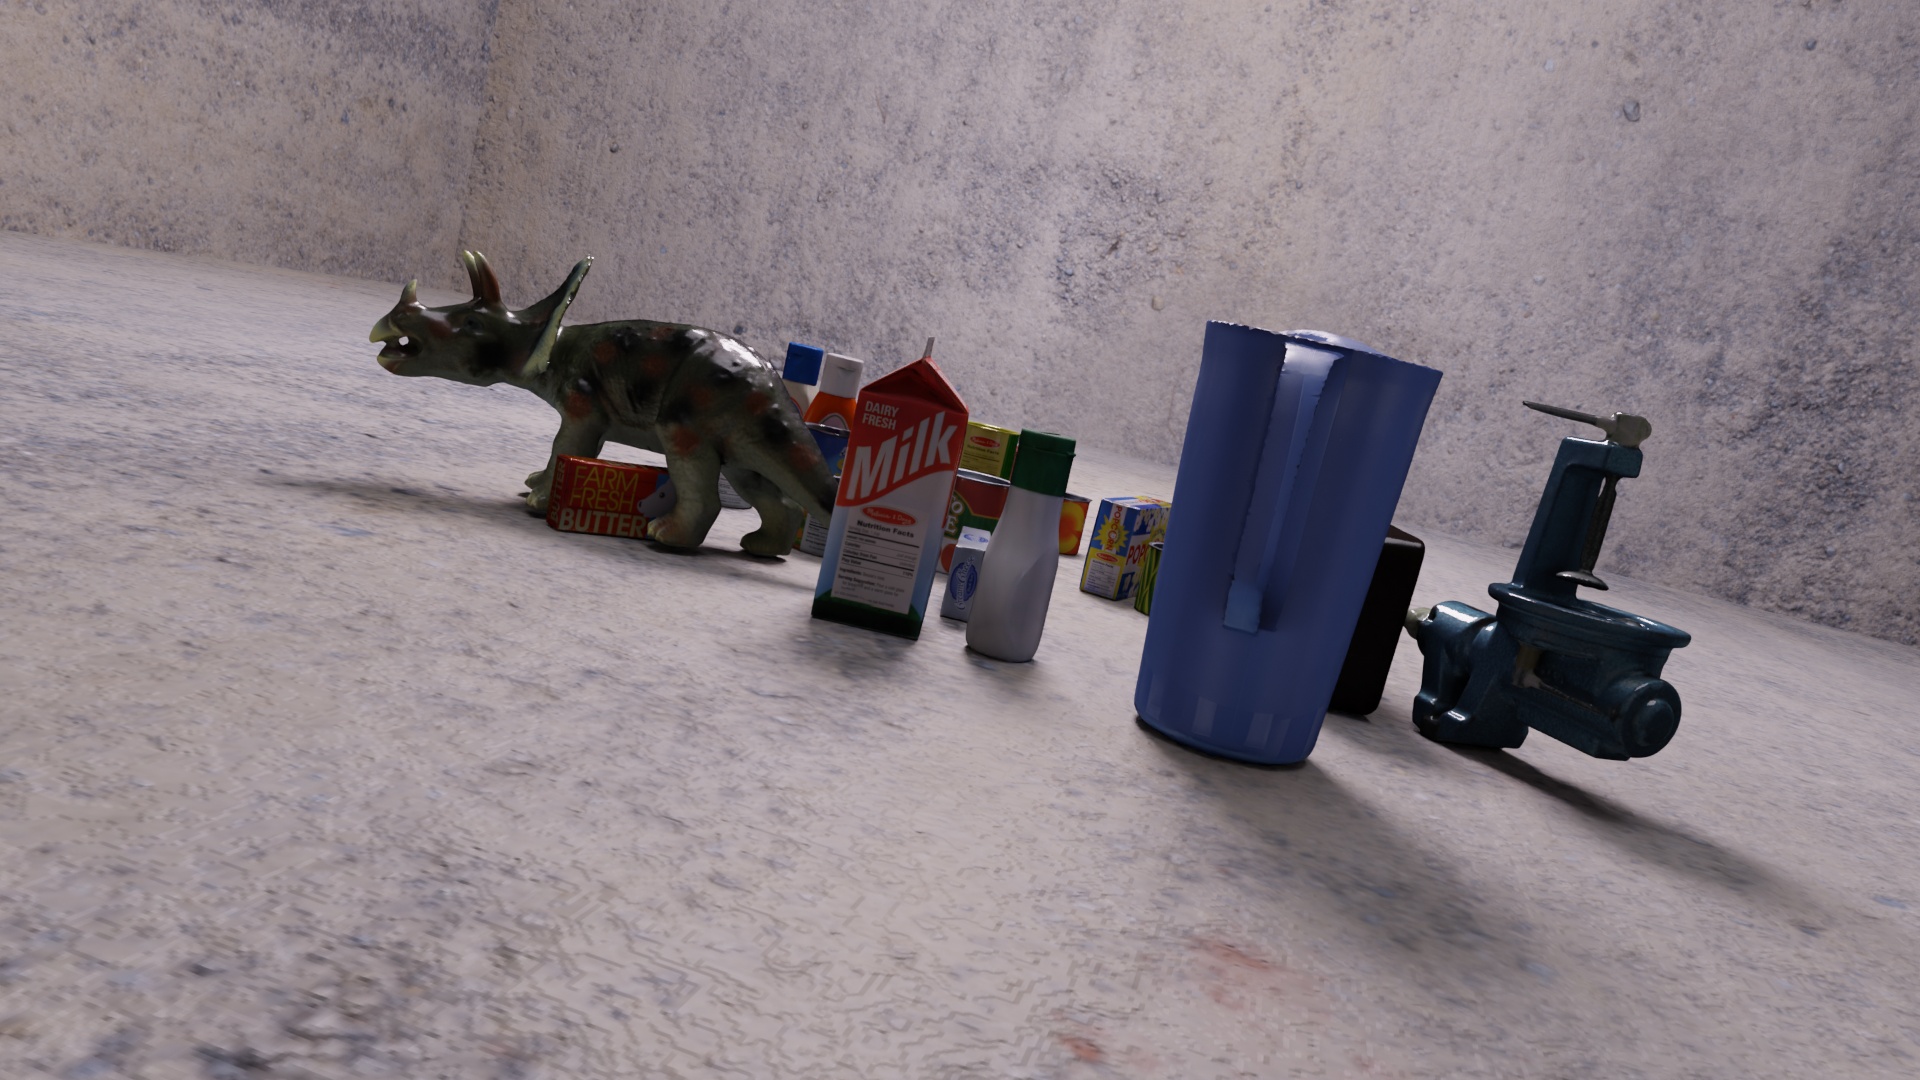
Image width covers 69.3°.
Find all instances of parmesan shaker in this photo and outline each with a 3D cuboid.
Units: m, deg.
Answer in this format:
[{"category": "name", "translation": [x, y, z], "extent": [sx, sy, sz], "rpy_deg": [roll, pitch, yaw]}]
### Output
[{"category": "parmesan shaker", "translation": [0.019, -0.075, 1.516], "extent": [0.071, 0.103, 0.071], "rpy_deg": [13, 8, -2]}]

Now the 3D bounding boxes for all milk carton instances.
[{"category": "milk carton", "translation": [-0.040, -0.040, 0.908], "extent": [0.073, 0.190, 0.072], "rpy_deg": [13, 8, -1]}]

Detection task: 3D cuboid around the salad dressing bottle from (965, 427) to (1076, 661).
[{"category": "salad dressing bottle", "translation": [0.041, 0.002, 0.897], "extent": [0.044, 0.147, 0.064], "rpy_deg": [17, 9, 29]}]

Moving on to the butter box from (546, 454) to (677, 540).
[{"category": "butter box", "translation": [-0.242, -0.030, 1.002], "extent": [0.103, 0.053, 0.024], "rpy_deg": [7, 10, -35]}]

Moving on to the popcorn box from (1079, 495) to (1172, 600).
[{"category": "popcorn box", "translation": [0.154, 0.005, 1.258], "extent": [0.038, 0.085, 0.127], "rpy_deg": [16, 9, 23]}]

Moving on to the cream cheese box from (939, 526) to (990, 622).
[{"category": "cream cheese box", "translation": [0.004, 0.023, 1.023], "extent": [0.024, 0.053, 0.104], "rpy_deg": [13, 8, 1]}]

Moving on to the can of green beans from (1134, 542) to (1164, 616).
[{"category": "can of green beans", "translation": [0.186, 0.038, 1.187], "extent": [0.071, 0.057, 0.071], "rpy_deg": [13, 8, -2]}]

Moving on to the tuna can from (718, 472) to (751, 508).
[{"category": "tuna can", "translation": [-0.218, -0.053, 1.255], "extent": [0.071, 0.032, 0.071], "rpy_deg": [13, 8, -2]}]

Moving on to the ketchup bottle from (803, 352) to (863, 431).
[{"category": "ketchup bottle", "translation": [-0.127, -0.105, 1.341], "extent": [0.065, 0.148, 0.043], "rpy_deg": [11, 8, -16]}]

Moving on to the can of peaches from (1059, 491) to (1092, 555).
[{"category": "can of peaches", "translation": [0.098, -0.020, 1.432], "extent": [0.071, 0.058, 0.071], "rpy_deg": [13, 8, -2]}]

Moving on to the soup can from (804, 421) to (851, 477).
[{"category": "soup can", "translation": [-0.122, -0.061, 1.279], "extent": [0.071, 0.083, 0.071], "rpy_deg": [13, 8, -2]}]

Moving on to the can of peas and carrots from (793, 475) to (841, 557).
[{"category": "can of peas and carrots", "translation": [-0.102, -0.020, 1.126], "extent": [0.071, 0.058, 0.071], "rpy_deg": [13, 8, -2]}]

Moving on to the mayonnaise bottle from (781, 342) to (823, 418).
[{"category": "mayonnaise bottle", "translation": [-0.172, -0.126, 1.413], "extent": [0.065, 0.147, 0.041], "rpy_deg": [16, 8, 19]}]

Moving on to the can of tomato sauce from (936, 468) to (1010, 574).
[{"category": "can of tomato sauce", "translation": [0.004, -0.015, 1.170], "extent": [0.071, 0.083, 0.071], "rpy_deg": [13, 8, -2]}]
